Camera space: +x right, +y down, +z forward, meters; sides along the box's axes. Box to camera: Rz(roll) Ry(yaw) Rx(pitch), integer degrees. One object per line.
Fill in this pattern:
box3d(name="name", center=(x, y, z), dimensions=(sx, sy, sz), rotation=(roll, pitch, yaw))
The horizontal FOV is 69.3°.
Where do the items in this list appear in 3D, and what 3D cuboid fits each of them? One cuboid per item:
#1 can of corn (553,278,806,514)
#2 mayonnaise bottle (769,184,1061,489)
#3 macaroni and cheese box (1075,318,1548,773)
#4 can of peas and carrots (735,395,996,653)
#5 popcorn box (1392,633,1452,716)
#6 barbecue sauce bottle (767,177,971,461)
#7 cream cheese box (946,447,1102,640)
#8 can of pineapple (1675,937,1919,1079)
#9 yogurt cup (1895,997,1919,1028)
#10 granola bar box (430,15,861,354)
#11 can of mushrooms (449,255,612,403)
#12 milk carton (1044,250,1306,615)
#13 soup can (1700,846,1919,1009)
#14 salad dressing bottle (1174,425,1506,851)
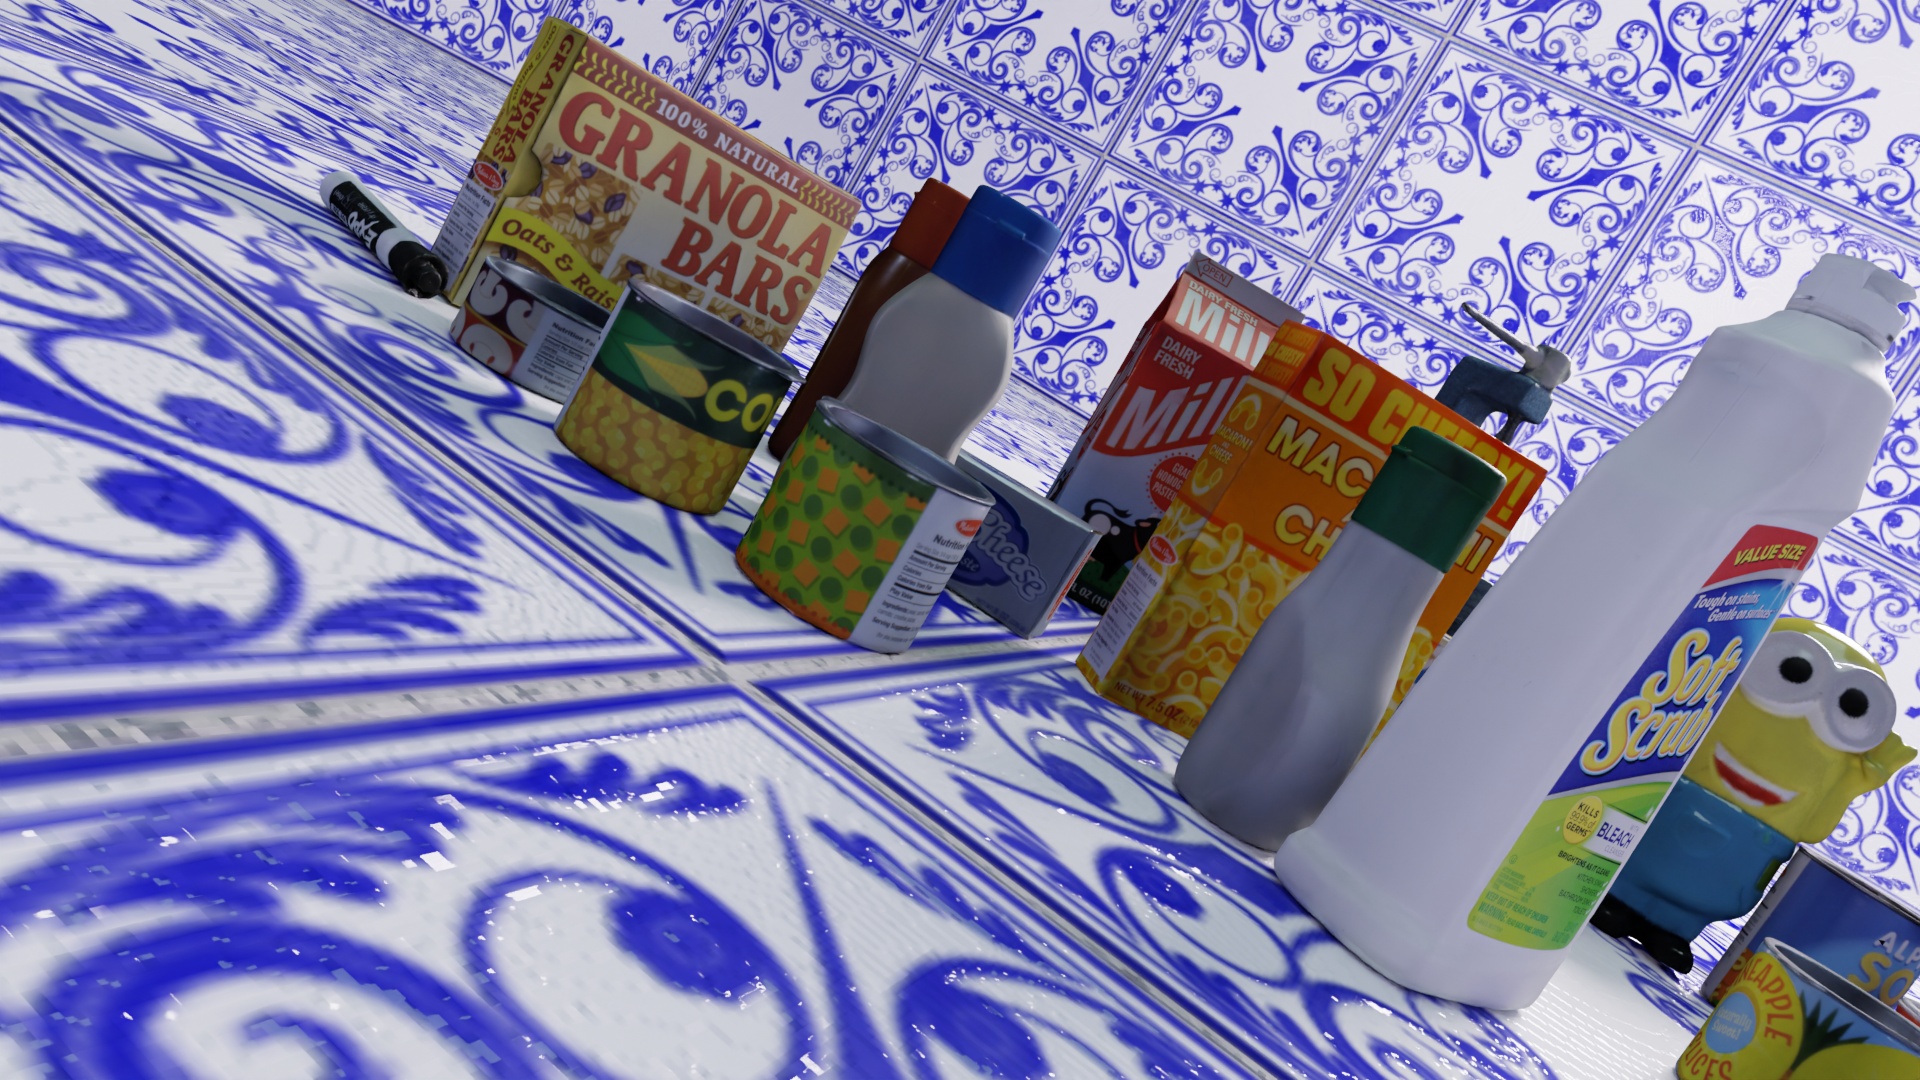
box3d(name="can of corn", center=(-0.097, -0.048, 0.482), dimensions=(0.071, 0.058, 0.071), rotation=(30, 9, -5))
box3d(name="mayonnaise bottle", center=(-0.014, -0.060, 0.524), dimensions=(0.065, 0.148, 0.041), rotation=(29, 8, -6))
box3d(name="macaroni and cheese box", center=(0.143, 0.011, 0.573), dimensions=(0.123, 0.166, 0.040), rotation=(27, 9, -19))
box3d(name="can of peas and carrots", center=(-0.033, -0.006, 0.452), dimensions=(0.071, 0.058, 0.071), rotation=(30, 9, -5))
box3d(name="popcorn box", center=(0.251, 0.107, 0.656), dimensions=(0.127, 0.085, 0.038), rotation=(32, 9, 13))
box3d(name="barbecue sauce bottle", center=(-0.037, -0.099, 0.660), dimensions=(0.044, 0.148, 0.065), rotation=(31, 8, 6))
box3d(name="cream cheese box", center=(0.002, -0.007, 0.589), dimensions=(0.104, 0.053, 0.024), rotation=(32, 9, 13))
box3d(name="can of pineapple", center=(0.287, 0.177, 0.470), dimensions=(0.071, 0.057, 0.071), rotation=(30, 9, -5))
box3d(name="yogurt cup", center=(0.410, 0.232, 0.575), dimensions=(0.072, 0.054, 0.072), rotation=(30, 9, -5))
box3d(name="granola bar box", center=(-0.138, -0.138, 0.633), dimensions=(0.165, 0.124, 0.039), rotation=(20, 13, -48))
box3d(name="can of mushrooms", center=(-0.160, -0.080, 0.535), dimensions=(0.071, 0.033, 0.071), rotation=(29, 9, -5))
box3d(name="milk carton", center=(0.108, -0.055, 0.749), dimensions=(0.072, 0.190, 0.073), rotation=(30, 8, -4))
box3d(name="soup can", center=(0.396, 0.196, 0.636), dimensions=(0.071, 0.083, 0.071), rotation=(30, 9, -5))
box3d(name="salad dressing bottle", center=(0.129, 0.033, 0.470), dimensions=(0.044, 0.147, 0.064), rotation=(28, 9, -13))
